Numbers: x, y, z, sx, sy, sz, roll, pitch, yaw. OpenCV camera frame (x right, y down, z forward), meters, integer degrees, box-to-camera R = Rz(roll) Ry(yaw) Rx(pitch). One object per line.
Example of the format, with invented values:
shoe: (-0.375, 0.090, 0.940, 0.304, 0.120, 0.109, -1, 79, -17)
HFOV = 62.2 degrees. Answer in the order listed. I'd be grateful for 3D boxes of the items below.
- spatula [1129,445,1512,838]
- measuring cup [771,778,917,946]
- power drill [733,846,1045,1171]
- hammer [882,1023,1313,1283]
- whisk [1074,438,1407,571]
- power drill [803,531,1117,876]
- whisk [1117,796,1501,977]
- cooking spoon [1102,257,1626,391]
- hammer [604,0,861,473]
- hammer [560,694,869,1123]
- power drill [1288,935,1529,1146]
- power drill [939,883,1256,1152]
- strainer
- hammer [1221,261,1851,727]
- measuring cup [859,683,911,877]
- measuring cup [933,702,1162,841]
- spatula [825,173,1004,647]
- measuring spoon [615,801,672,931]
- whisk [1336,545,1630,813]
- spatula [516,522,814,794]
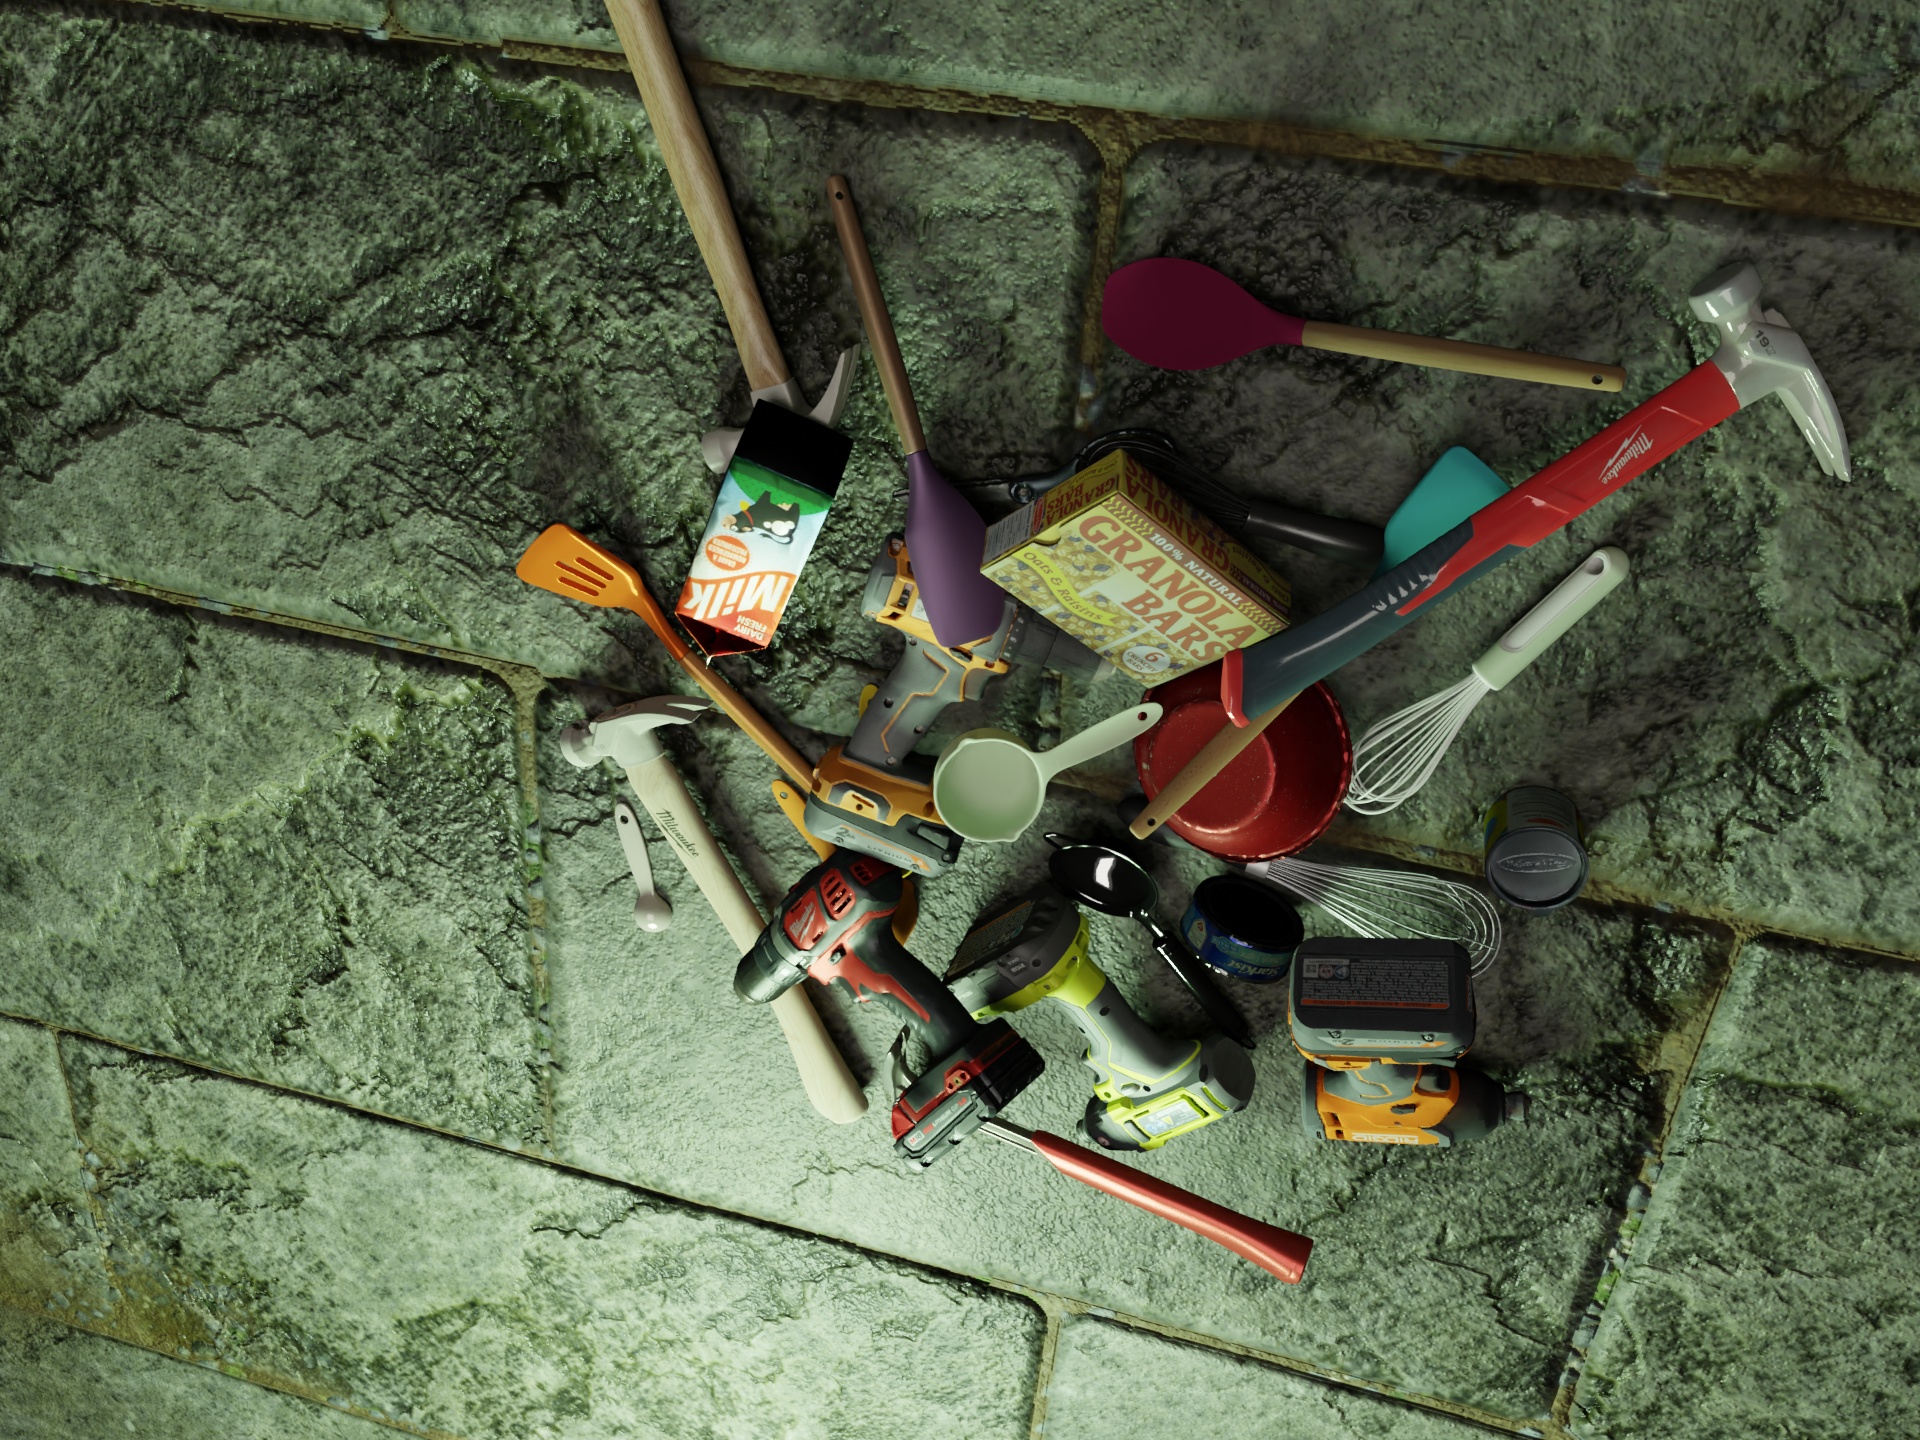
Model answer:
spatula: (0.224, -0.036, 1.013, 0.082, 0.044, 0.317, 43, 99, -9)
measuring cup: (-0.105, 0.126, 1.257, 0.095, 0.052, 0.173, -25, 108, 27)
power drill: (-0.066, 0.221, 1.199, 0.227, 0.080, 0.188, 51, 125, 10)
hammer: (0.104, 0.351, 1.263, 0.359, 0.037, 0.149, 19, 143, 17)
whisk: (0.187, -0.134, 1.026, 0.239, 0.055, 0.055, 15, 120, -3)
power drill: (-0.002, -0.004, 1.139, 0.185, 0.084, 0.226, 20, 111, -2)
whisk: (0.246, 0.113, 1.142, 0.284, 0.070, 0.070, 20, 120, 12)
cooking spoon: (0.233, -0.230, 0.959, 0.319, 0.017, 0.068, 15, 117, 24)
hammer: (-0.163, -0.333, 1.054, 0.130, 0.031, 0.331, -10, 112, 22)
hammer: (-0.171, 0.163, 1.296, 0.146, 0.038, 0.410, -12, 114, 36)
power drill: (0.319, 0.238, 1.130, 0.164, 0.084, 0.226, -1, 144, 17)
power drill: (0.096, 0.245, 1.241, 0.223, 0.080, 0.171, 45, 131, -11)
strainer: (0.150, 0.162, 1.205, 0.087, 0.050, 0.258, -19, 117, 47)
hammer: (0.331, -0.101, 0.957, 0.386, 0.038, 0.143, -34, 103, 12)
measuring cup: (-0.060, 0.046, 1.224, 0.062, 0.029, 0.156, -2, 103, 9)
measuring cup: (0.059, 0.022, 1.093, 0.167, 0.038, 0.083, -25, 109, 3)
spatula: (-0.034, -0.204, 1.053, 0.060, 0.018, 0.316, -18, 99, -3)
measuring spoon: (-0.271, 0.126, 1.329, 0.034, 0.018, 0.124, -3, 114, 19)
whisk: (0.340, -0.024, 1.048, 0.059, 0.058, 0.246, 22, 123, -35)
spatula: (-0.199, -0.027, 1.216, 0.322, 0.041, 0.081, 46, 134, -10)
